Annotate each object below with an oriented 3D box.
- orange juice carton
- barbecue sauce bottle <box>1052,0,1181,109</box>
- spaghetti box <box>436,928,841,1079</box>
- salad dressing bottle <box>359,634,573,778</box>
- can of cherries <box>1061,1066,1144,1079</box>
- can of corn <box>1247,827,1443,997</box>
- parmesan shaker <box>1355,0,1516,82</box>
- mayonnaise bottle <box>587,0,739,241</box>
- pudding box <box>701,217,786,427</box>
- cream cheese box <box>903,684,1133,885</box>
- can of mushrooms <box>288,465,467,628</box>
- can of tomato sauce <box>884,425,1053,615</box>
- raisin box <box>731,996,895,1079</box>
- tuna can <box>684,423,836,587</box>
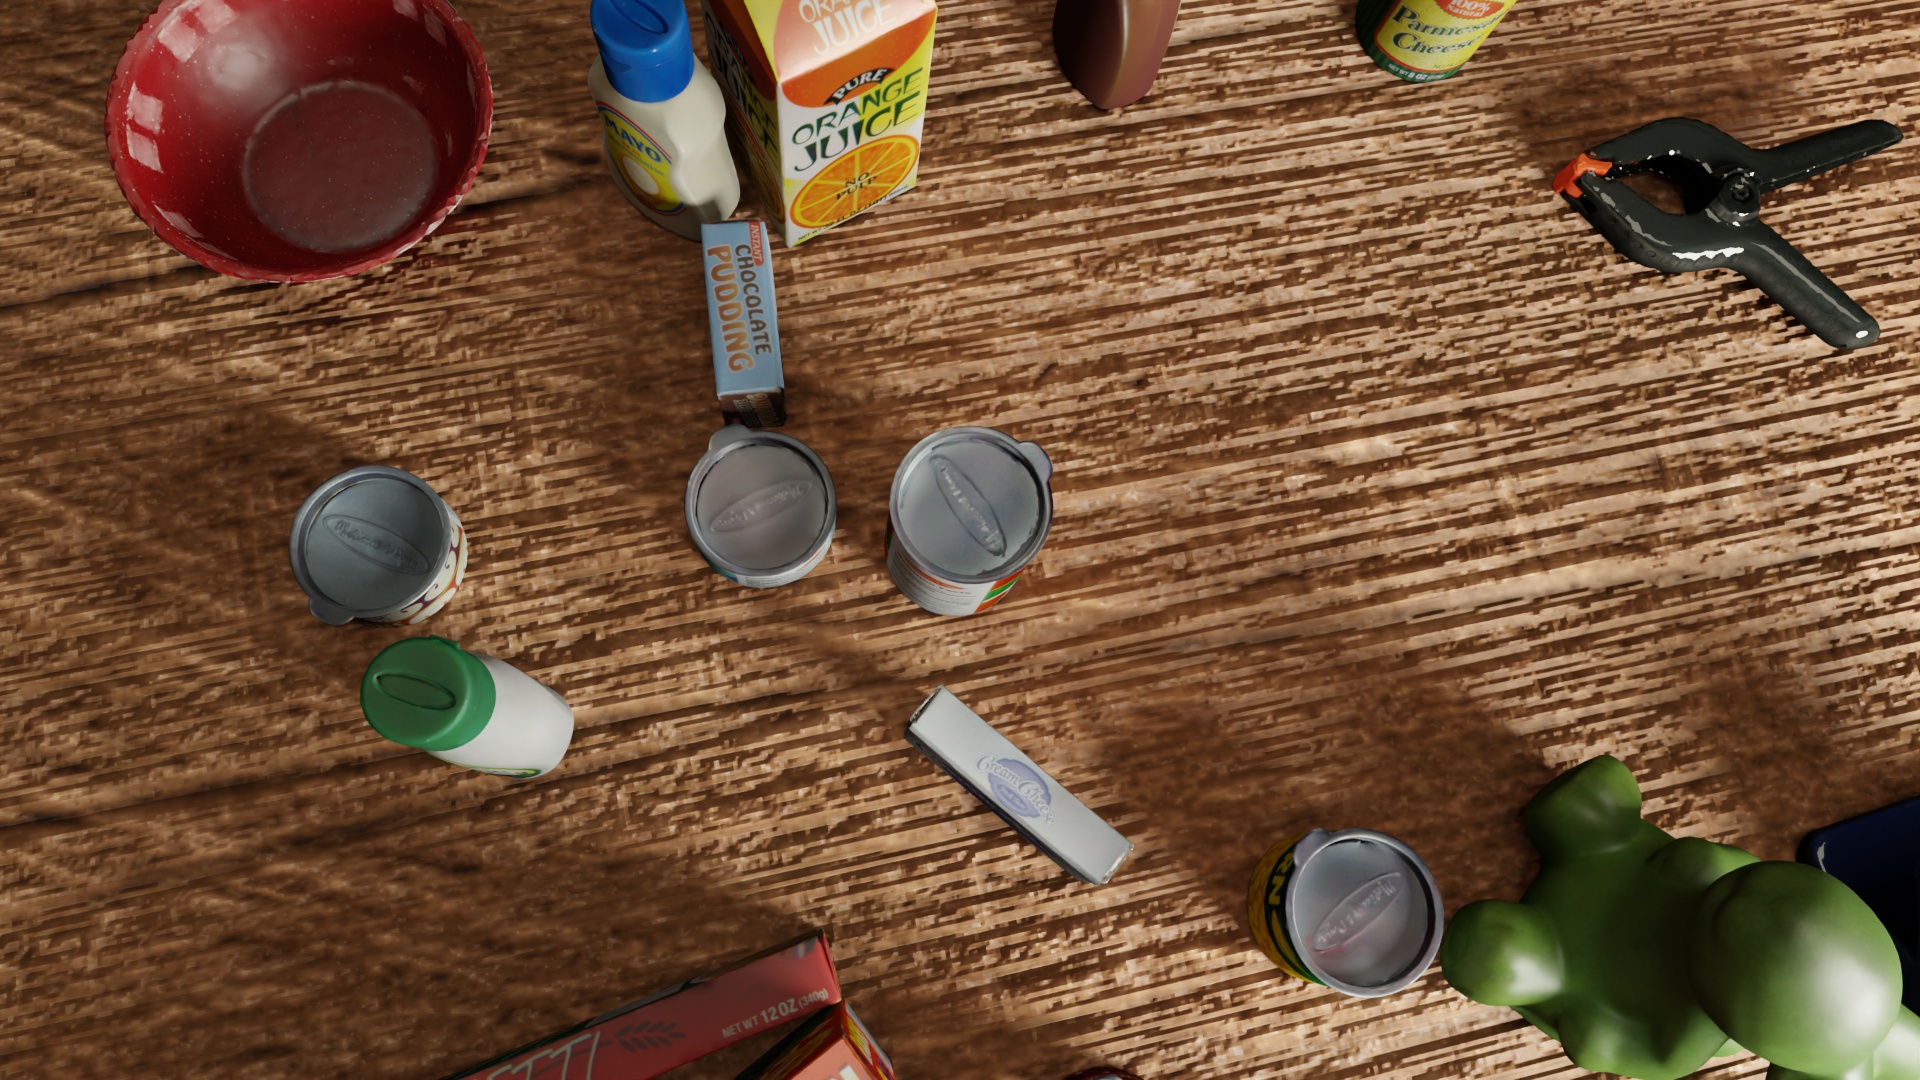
[{"bbox_3d":[-0.061,-0.206,0.584,0.072,0.192,0.073,-29,82,-11],"label":"orange juice carton"},{"bbox_3d":[0.077,-0.261,0.633,0.044,0.148,0.065,-24,81,-10],"label":"barbecue sauce bottle"},{"bbox_3d":[-0.168,0.213,0.548,0.250,0.050,0.029,-20,80,-10],"label":"spaghetti box"},{"bbox_3d":[-0.188,0.065,0.531,0.064,0.147,0.044,18,76,-1],"label":"salad dressing bottle"},{"bbox_3d":[0.063,0.247,0.558,0.071,0.058,0.071,1,77,-5],"label":"can of cherries"},{"bbox_3d":[0.159,0.154,0.589,0.071,0.058,0.071,1,77,-5],"label":"can of corn"},{"bbox_3d":[0.245,-0.278,0.676,0.071,0.103,0.071,1,77,-5],"label":"parmesan shaker"},{"bbox_3d":[-0.129,-0.184,0.595,0.065,0.147,0.041,37,77,3],"label":"mayonnaise bottle"},{"bbox_3d":[-0.097,-0.097,0.628,0.030,0.049,0.084,-6,78,-7],"label":"pudding box"},{"bbox_3d":[0.022,0.105,0.590,0.104,0.053,0.024,39,77,4],"label":"cream cheese box"},{"bbox_3d":[-0.250,0.006,0.597,0.071,0.033,0.071,1,77,-5],"label":"can of mushrooms"},{"bbox_3d":[0.002,-0.008,0.599,0.071,0.083,0.071,1,77,-5],"label":"can of tomato sauce"},{"bbox_3d":[-0.067,0.218,0.518,0.086,0.123,0.040,-36,83,-12],"label":"raisin box"},{"bbox_3d":[-0.089,-0.015,0.618,0.071,0.032,0.071,1,77,-5],"label":"tuna can"}]
